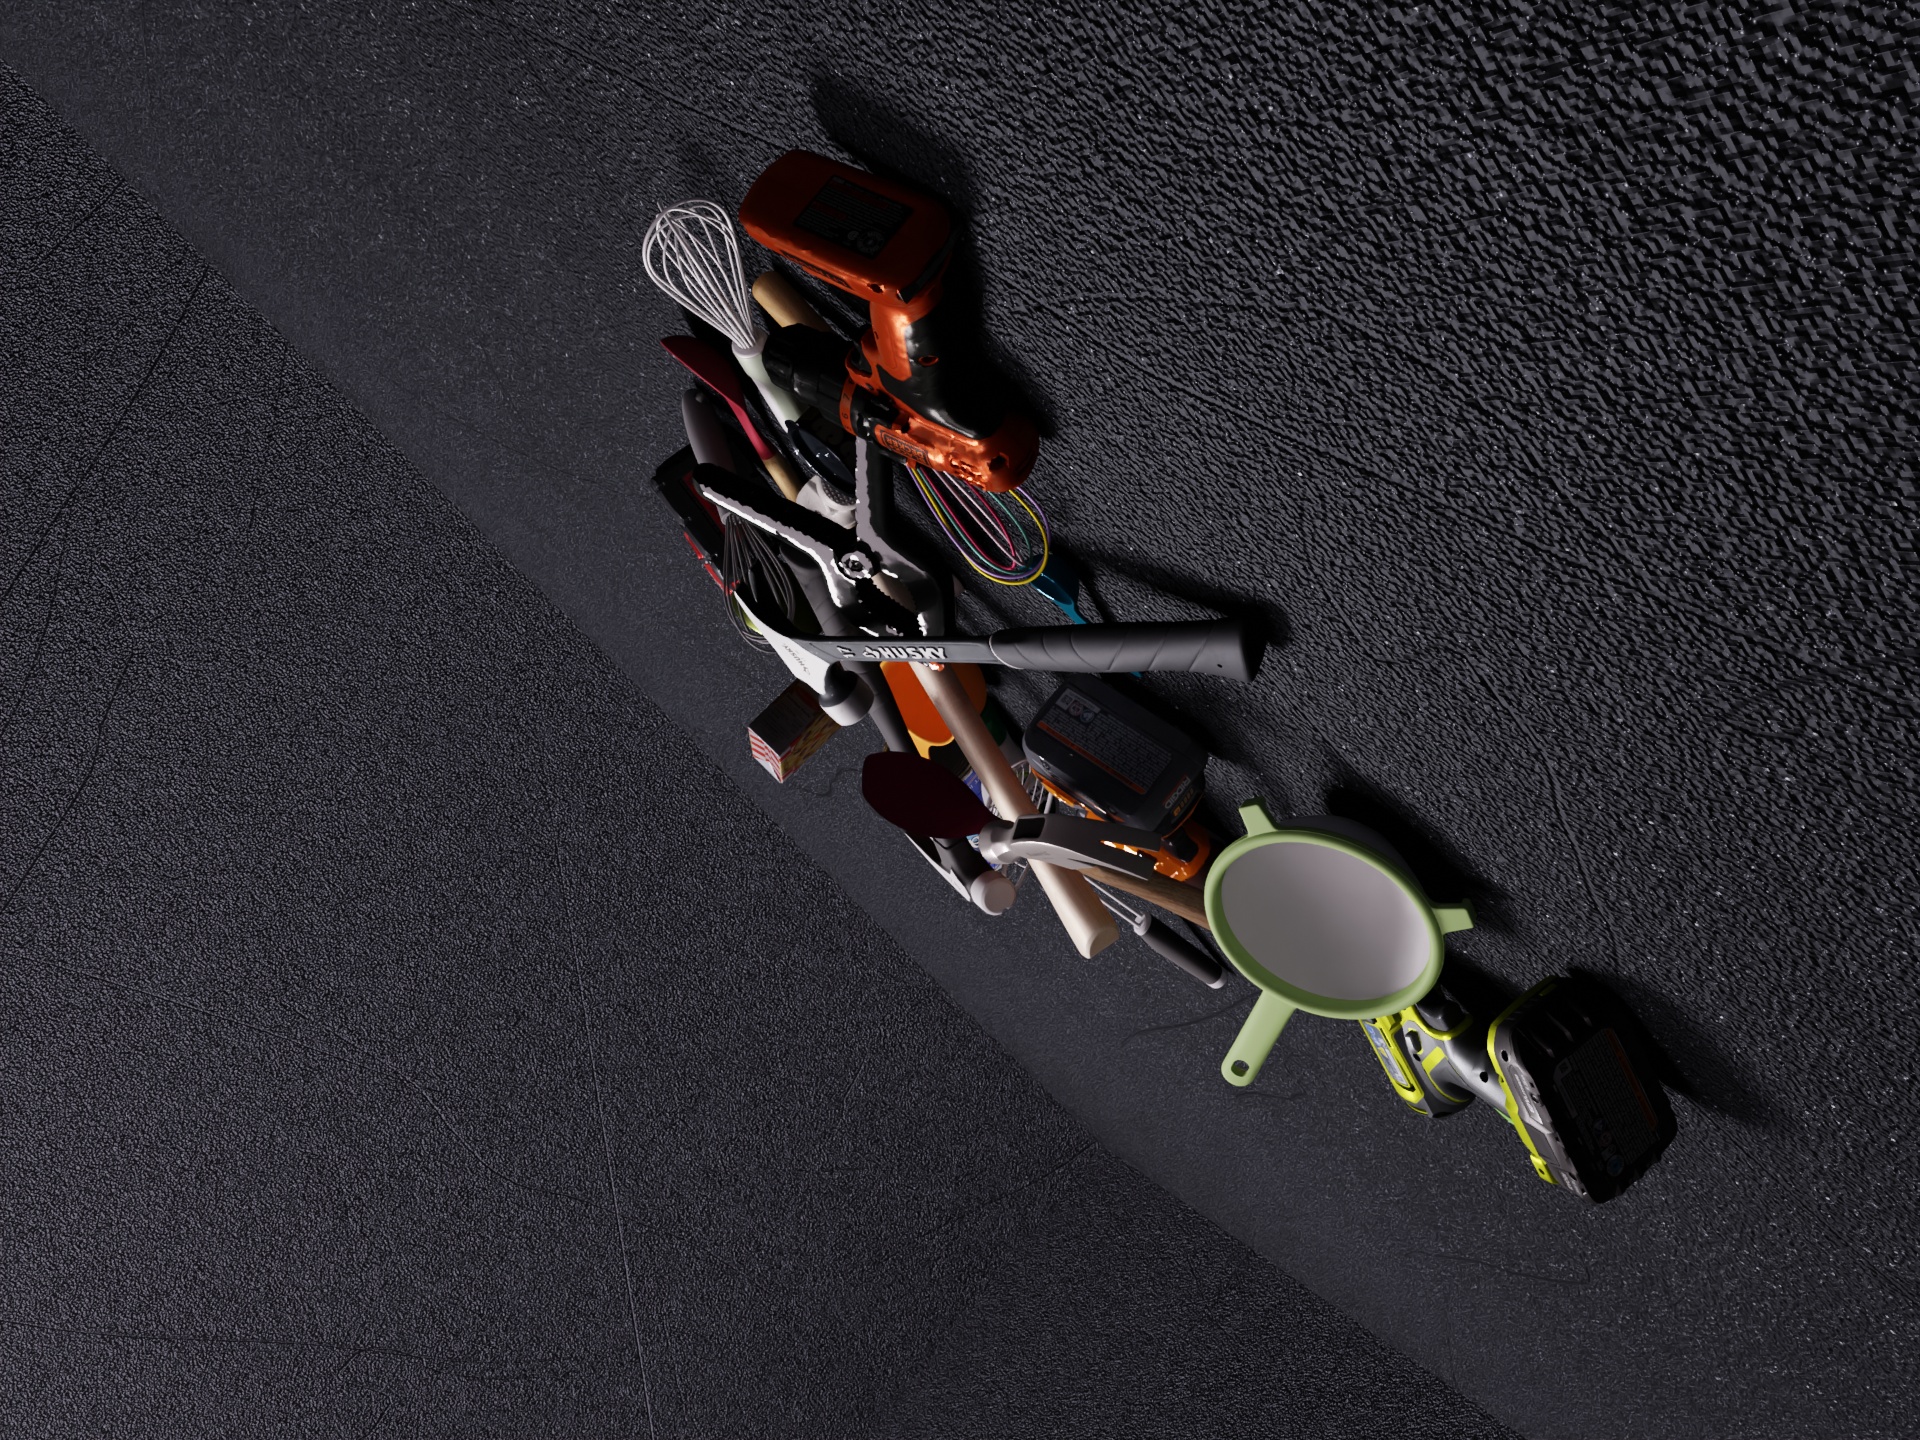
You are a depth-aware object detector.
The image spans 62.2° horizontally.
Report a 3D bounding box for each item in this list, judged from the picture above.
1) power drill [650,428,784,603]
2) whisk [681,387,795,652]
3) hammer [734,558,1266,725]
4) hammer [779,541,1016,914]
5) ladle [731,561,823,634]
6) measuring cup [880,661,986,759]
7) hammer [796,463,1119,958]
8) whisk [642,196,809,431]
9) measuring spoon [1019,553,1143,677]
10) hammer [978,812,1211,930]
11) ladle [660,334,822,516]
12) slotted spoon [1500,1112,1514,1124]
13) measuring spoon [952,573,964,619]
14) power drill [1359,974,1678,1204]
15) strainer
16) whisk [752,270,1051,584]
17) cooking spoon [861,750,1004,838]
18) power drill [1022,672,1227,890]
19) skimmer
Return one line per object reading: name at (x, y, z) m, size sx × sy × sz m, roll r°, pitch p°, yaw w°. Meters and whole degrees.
power drill at (-0.191, -0.152, 1.376) m, size 0.143 × 0.078 × 0.219 m, roll 53°, pitch 172°, yaw 7°
whisk at (-0.176, -0.157, 1.222) m, size 0.055 × 0.055 × 0.239 m, roll 80°, pitch 170°, yaw -69°
hammer at (0.016, -0.049, 0.996) m, size 0.409 × 0.036 × 0.149 m, roll 2°, pitch 143°, yaw 45°
hammer at (-0.058, -0.001, 1.259) m, size 0.146 × 0.035 × 0.334 m, roll 33°, pitch 153°, yaw 61°
ladle at (-0.122, -0.076, 1.383) m, size 0.078 × 0.062 × 0.320 m, roll 33°, pitch 178°, yaw 12°
measuring cup at (-0.018, 0.001, 1.351) m, size 0.095 × 0.052 × 0.173 m, roll 30°, pitch 144°, yaw 29°
hammer at (-0.002, -0.004, 1.196) m, size 0.410 × 0.038 × 0.146 m, roll 59°, pitch 167°, yaw -4°
whisk at (-0.139, -0.247, 1.021) m, size 0.058 × 0.059 × 0.246 m, roll 49°, pitch 176°, yaw 27°
measuring spoon at (0.085, -0.069, 1.021) m, size 0.128 × 0.021 × 0.042 m, roll 41°, pitch 171°, yaw -38°
hammer at (0.180, 0.134, 1.107) m, size 0.331 × 0.031 × 0.130 m, roll 25°, pitch 162°, yaw -24°
ladle at (-0.138, -0.190, 1.240) m, size 0.069 × 0.031 × 0.315 m, roll 48°, pitch 176°, yaw 40°
slotted spoon at (0.307, 0.204, 1.221) m, size 0.314 × 0.031 × 0.070 m, roll 34°, pitch 159°, yaw 37°
measuring spoon at (-0.016, -0.090, 1.226) m, size 0.034 × 0.018 × 0.124 m, roll 40°, pitch 168°, yaw 10°
power drill at (0.331, 0.204, 1.023) m, size 0.171 × 0.080 × 0.223 m, roll 59°, pitch 165°, yaw -16°
strainer at (0.226, 0.148, 1.039) m, size 0.151 × 0.069 × 0.256 m, roll 27°, pitch 136°, yaw 12°
whisk at (-0.039, -0.174, 0.956) m, size 0.245 × 0.051 × 0.047 m, roll 47°, pitch 148°, yaw 1°
cooking spoon at (0.057, 0.096, 1.247) m, size 0.318 × 0.069 × 0.017 m, roll 23°, pitch 141°, yaw -26°
power drill at (0.142, 0.069, 1.155) m, size 0.164 × 0.084 × 0.226 m, roll 34°, pitch 169°, yaw 29°
skimmer at (0.145, 0.155, 1.421) m, size 0.363 × 0.127 × 0.090 m, roll 37°, pitch 153°, yaw -31°
